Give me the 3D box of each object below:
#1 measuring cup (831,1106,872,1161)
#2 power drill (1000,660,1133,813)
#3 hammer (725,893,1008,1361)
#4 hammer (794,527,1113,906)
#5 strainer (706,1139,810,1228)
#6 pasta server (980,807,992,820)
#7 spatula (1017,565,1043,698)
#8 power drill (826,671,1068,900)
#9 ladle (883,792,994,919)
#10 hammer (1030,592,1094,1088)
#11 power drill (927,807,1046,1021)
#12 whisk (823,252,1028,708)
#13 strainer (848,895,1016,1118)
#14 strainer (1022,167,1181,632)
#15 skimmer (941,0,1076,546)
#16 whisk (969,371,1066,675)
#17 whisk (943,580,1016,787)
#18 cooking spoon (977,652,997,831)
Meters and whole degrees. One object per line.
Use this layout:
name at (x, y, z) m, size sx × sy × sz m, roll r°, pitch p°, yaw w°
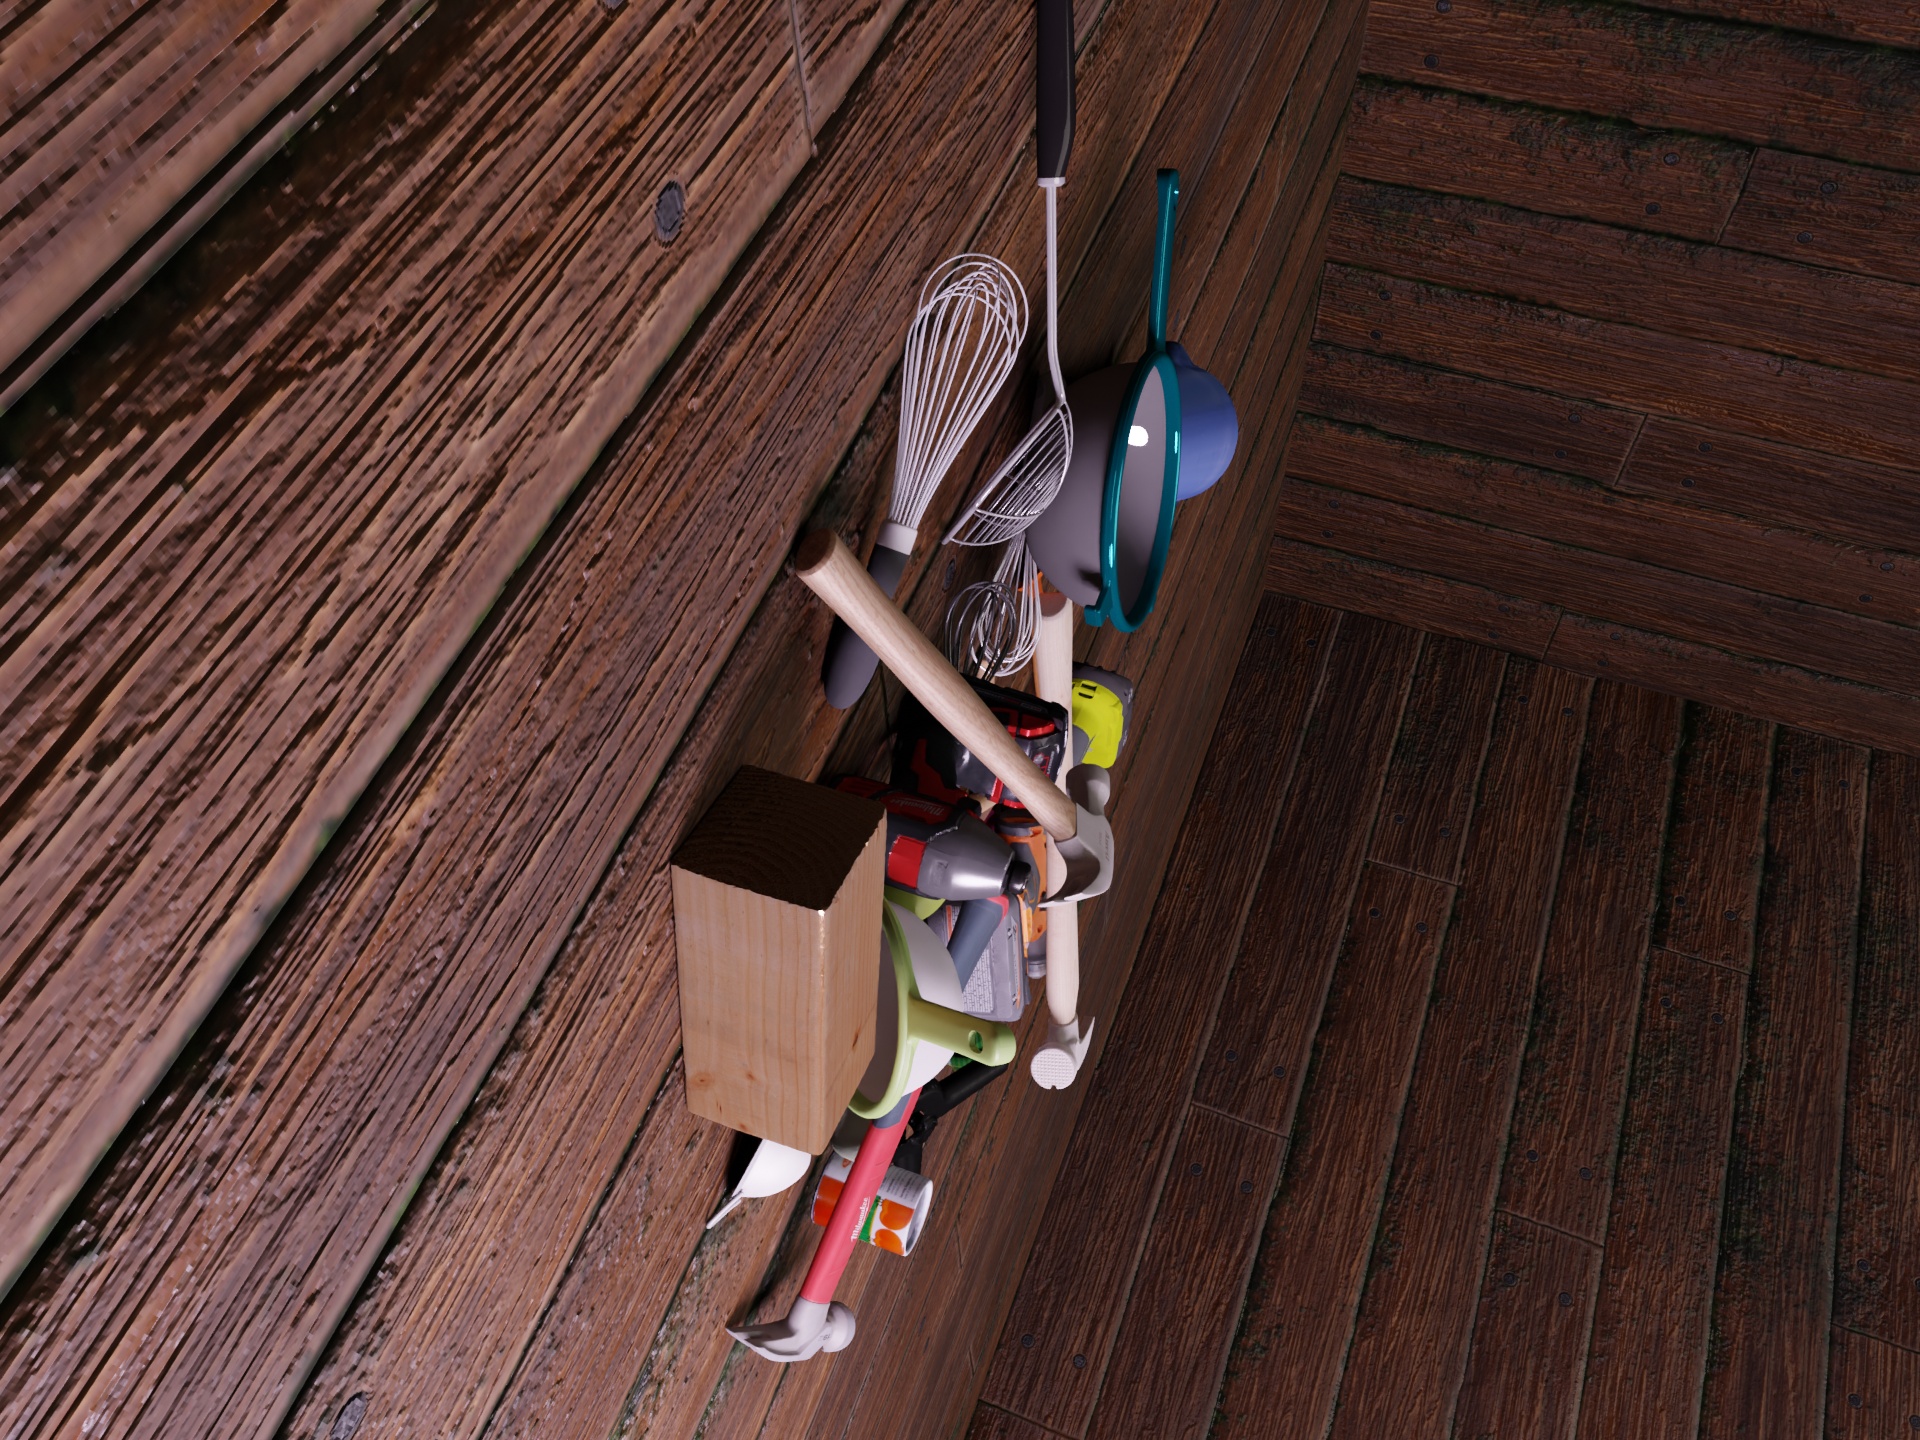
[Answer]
measuring cup at (-0.073, 0.284, 1.296) m, size 0.083 × 0.038 × 0.167 m, roll -42°, pitch 144°, yaw -65°
power drill at (0.104, 0.069, 1.666) m, size 0.190 × 0.080 × 0.229 m, roll 88°, pitch 25°, yaw -51°
hammer at (-0.060, 0.305, 1.232) m, size 0.143 × 0.038 × 0.386 m, roll 34°, pitch 77°, yaw -60°
hammer at (0.007, 0.003, 0.960) m, size 0.331 × 0.031 × 0.130 m, roll 47°, pitch 32°, yaw -39°
strainer at (-0.105, 0.237, 1.110) m, size 0.086 × 0.050 × 0.259 m, roll 114°, pitch -3°, yaw -60°
pasta server at (-0.026, 0.144, 1.265) m, size 0.316 × 0.040 × 0.060 m, roll -55°, pitch 142°, yaw -41°
spatula at (0.081, -0.084, 1.467) m, size 0.081 × 0.041 × 0.322 m, roll -51°, pitch 160°, yaw -19°
power drill at (-0.001, 0.050, 1.091) m, size 0.220 × 0.143 × 0.078 m, roll -52°, pitch 157°, yaw -62°
ladle at (0.002, 0.082, 1.223) m, size 0.320 × 0.078 × 0.062 m, roll -28°, pitch 123°, yaw -65°
hammer at (0.086, 0.095, 1.366) m, size 0.146 × 0.038 × 0.410 m, roll -32°, pitch 121°, yaw -75°
power drill at (0.043, 0.186, 1.424) m, size 0.226 × 0.084 × 0.164 m, roll -41°, pitch 129°, yaw -67°
whisk at (-0.027, -0.140, 0.955) m, size 0.070 × 0.070 × 0.284 m, roll -3°, pitch 113°, yaw -76°
strainer at (-0.014, 0.179, 0.993) m, size 0.256 × 0.069 × 0.151 m, roll -1°, pitch -91°, yaw 62°
strainer at (0.105, -0.239, 1.196) m, size 0.211 × 0.095 × 0.340 m, roll -21°, pitch 116°, yaw -70°
skimmer at (0.030, -0.293, 1.053) m, size 0.127 × 0.090 × 0.363 m, roll -64°, pitch 155°, yaw -67°
whisk at (0.051, -0.156, 1.274) m, size 0.058 × 0.059 × 0.246 m, roll -149°, pitch -113°, yaw -66°
whisk at (-0.002, -0.003, 1.232) m, size 0.055 × 0.055 × 0.238 m, roll -51°, pitch 158°, yaw -58°
cooking spoon at (0.019, 0.053, 1.430) m, size 0.318 × 0.017 × 0.069 m, roll 91°, pitch 22°, yaw -48°
